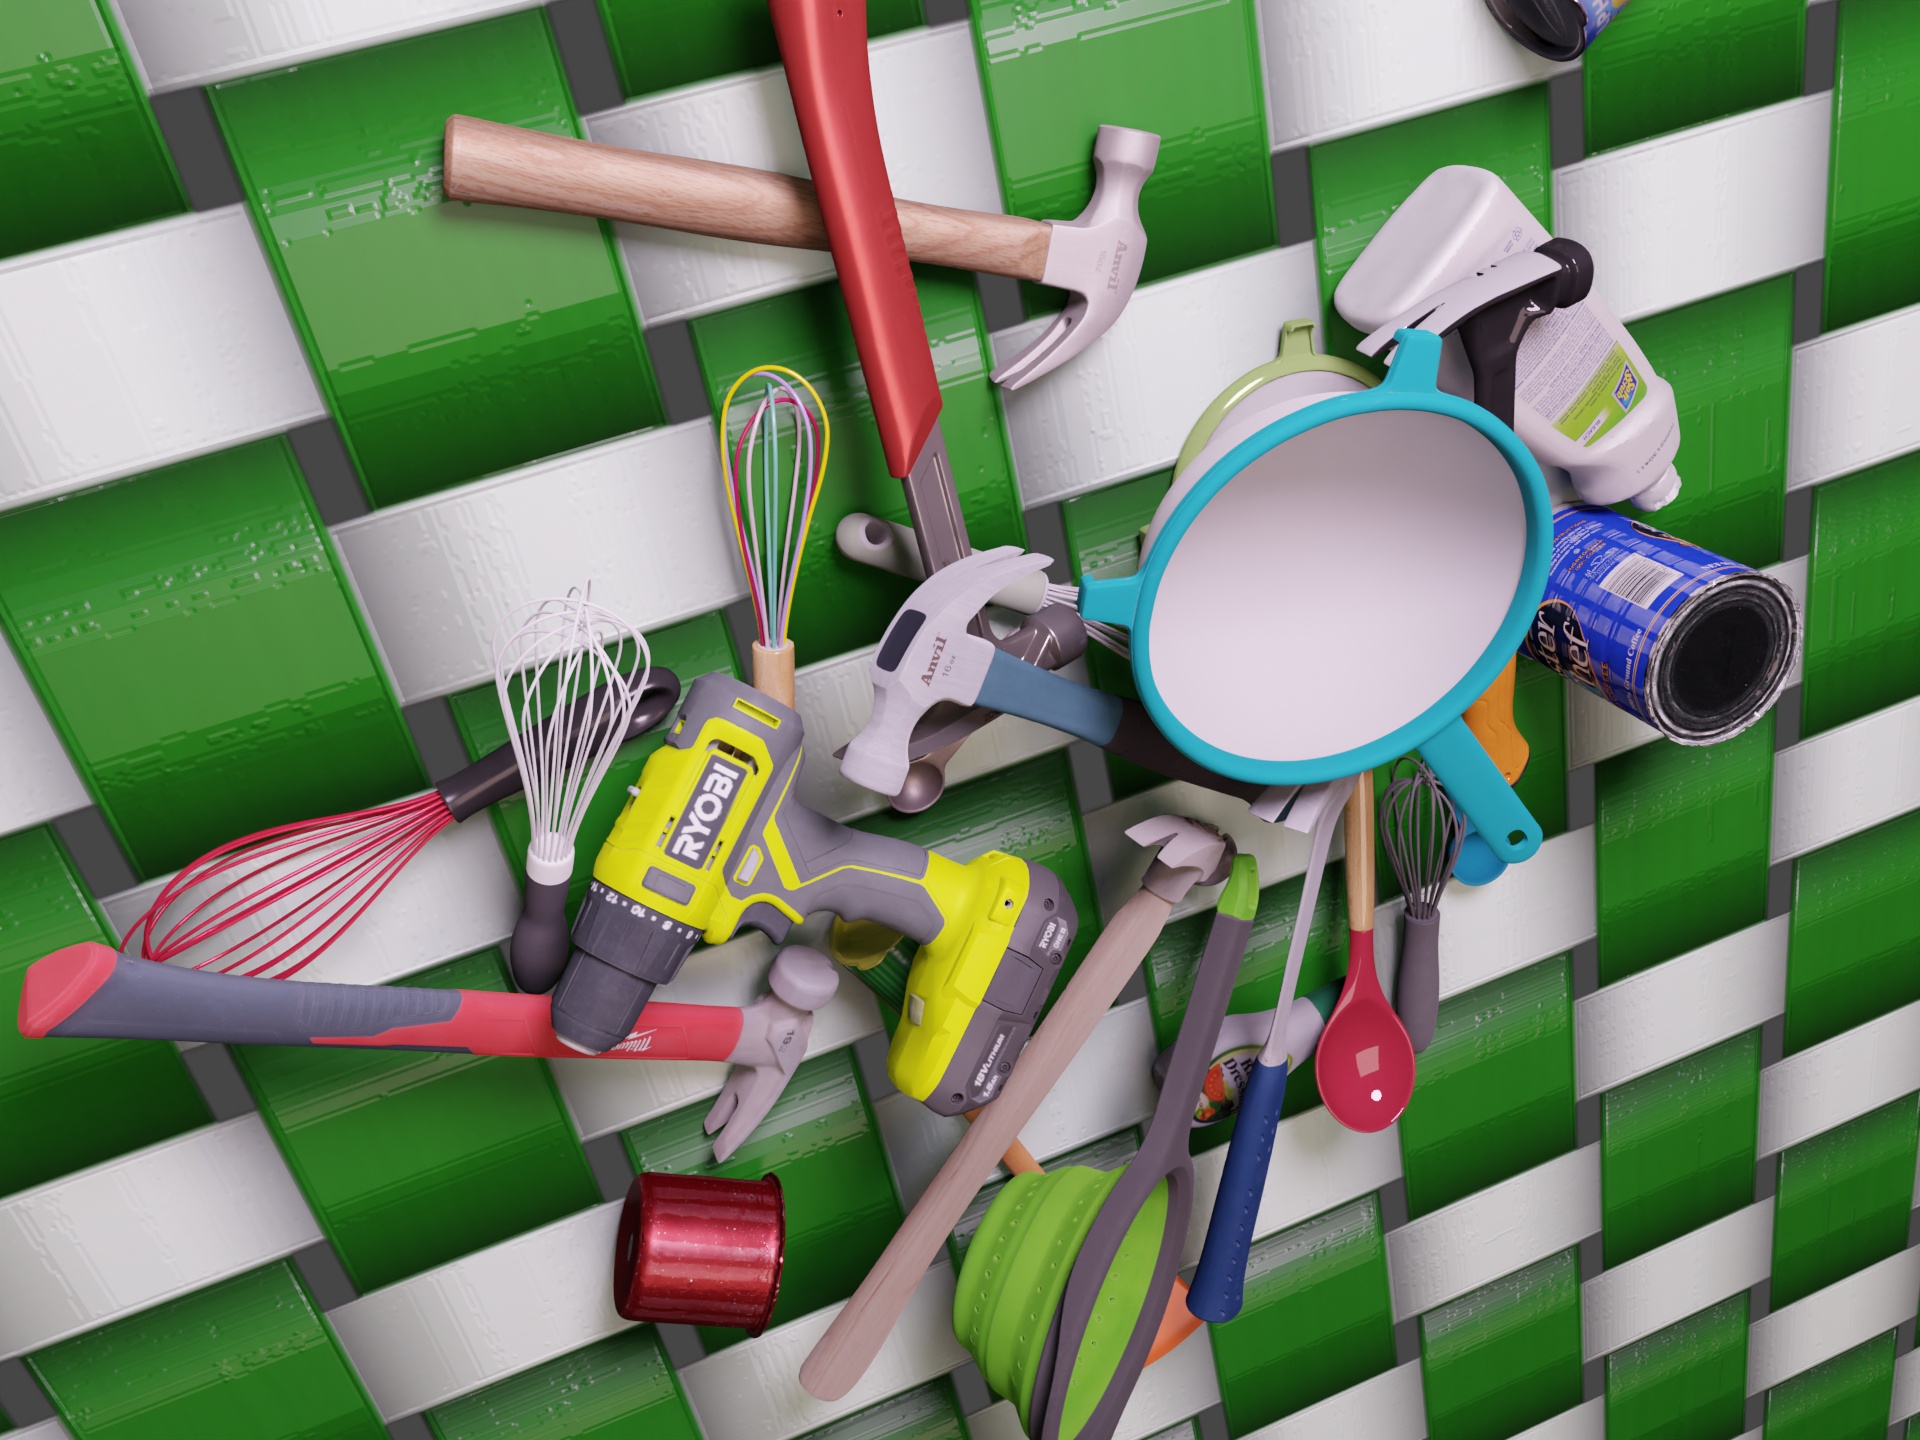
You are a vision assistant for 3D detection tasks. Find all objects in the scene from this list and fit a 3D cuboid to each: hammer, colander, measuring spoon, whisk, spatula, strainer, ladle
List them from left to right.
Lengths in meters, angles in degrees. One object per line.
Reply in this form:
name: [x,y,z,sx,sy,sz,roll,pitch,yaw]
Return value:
whisk: [-0.270,0.050,0.783,0.296,0.073,0.073,-30,120,-12]
hammer: [-0.252,0.162,0.795,0.386,0.038,0.143,11,120,-36]
whisk: [-0.195,0.045,0.767,0.070,0.070,0.284,0,136,-20]
whisk: [-0.092,-0.058,0.806,0.047,0.051,0.244,-9,119,-22]
hammer: [-0.068,-0.233,0.742,0.331,0.031,0.130,2,112,-20]
hammer: [-0.036,-0.160,0.725,0.149,0.037,0.358,-29,117,-31]
measuring spoon: [-0.001,-0.003,0.875,0.034,0.018,0.124,29,102,-34]
hammer: [0.022,0.229,0.921,0.410,0.038,0.146,-57,159,8]
spatula: [0.056,0.307,1.023,0.081,0.041,0.322,-36,119,-1]
whisk: [0.047,-0.066,0.853,0.246,0.059,0.058,16,70,-21]
colander: [0.082,0.259,0.946,0.204,0.094,0.397,12,95,-65]
hammer: [0.083,0.004,0.821,0.330,0.033,0.128,18,94,-44]
hammer: [0.185,0.193,0.949,0.144,0.035,0.405,-23,127,-51]
ladle: [0.246,0.104,0.980,0.069,0.031,0.315,-8,104,-14]
strainer: [0.207,-0.042,0.814,0.211,0.095,0.340,-38,127,11]
strainer: [0.235,-0.095,0.890,0.256,0.069,0.151,30,100,-27]
whisk: [0.295,0.124,1.028,0.055,0.055,0.238,-16,122,-13]
measuring spoon: [0.318,0.047,1.019,0.042,0.021,0.128,-23,110,-1]
hammer: [0.285,-0.085,0.873,0.127,0.034,0.336,-28,130,-15]

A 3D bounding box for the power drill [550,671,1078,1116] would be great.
power drill: [-0.075,0.107,0.796,0.228,0.080,0.190,28,83,-16]
